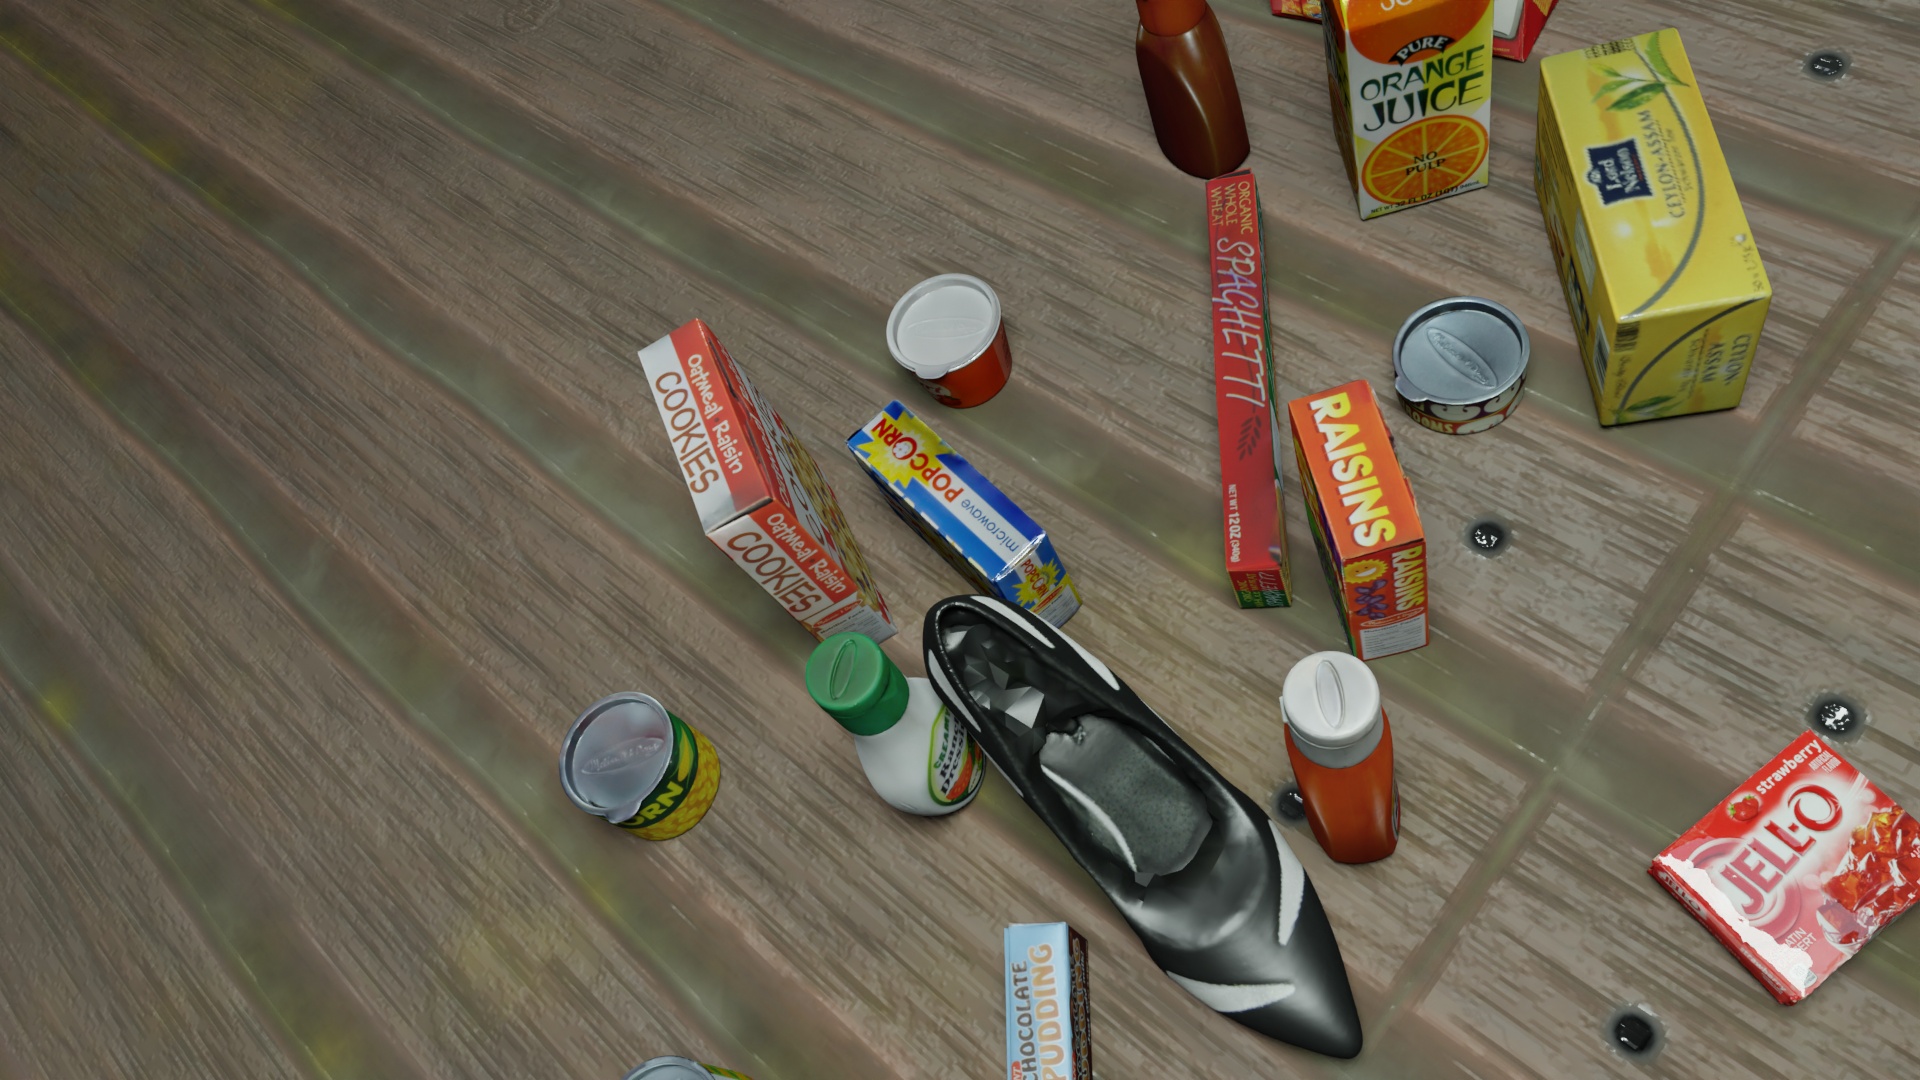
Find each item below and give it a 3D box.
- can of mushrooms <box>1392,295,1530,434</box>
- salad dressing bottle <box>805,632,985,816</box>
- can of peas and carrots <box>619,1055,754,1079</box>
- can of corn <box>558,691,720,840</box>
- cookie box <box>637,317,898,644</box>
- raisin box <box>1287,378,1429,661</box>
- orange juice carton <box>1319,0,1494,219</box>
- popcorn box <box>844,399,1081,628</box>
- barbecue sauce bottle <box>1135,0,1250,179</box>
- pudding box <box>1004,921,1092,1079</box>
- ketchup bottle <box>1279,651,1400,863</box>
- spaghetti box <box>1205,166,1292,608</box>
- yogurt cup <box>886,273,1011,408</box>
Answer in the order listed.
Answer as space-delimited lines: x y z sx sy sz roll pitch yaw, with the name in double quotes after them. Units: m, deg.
0.256 -0.089 0.718 0.071 0.033 0.071 -8 62 15 "can of mushrooms"
-0.029 0.087 0.659 0.044 0.147 0.064 5 66 22 "salad dressing bottle"
-0.128 0.278 0.646 0.071 0.058 0.071 -8 62 15 "can of peas and carrots"
-0.170 0.124 0.741 0.071 0.058 0.071 -8 62 15 "can of corn"
-0.097 -0.022 0.728 0.040 0.167 0.123 -29 58 3 "cookie box"
0.187 -0.006 0.646 0.040 0.123 0.086 -16 60 11 "raisin box"
0.231 -0.261 0.723 0.072 0.192 0.073 -14 60 12 "orange juice carton"
0.003 -0.009 0.735 0.038 0.085 0.127 -44 59 -5 "popcorn box"
0.127 -0.273 0.791 0.044 0.148 0.065 -41 58 -4 "barbecue sauce bottle"
0.040 0.217 0.625 0.030 0.049 0.084 -8 62 15 "pudding box"
0.162 0.090 0.590 0.043 0.148 0.065 -12 61 14 "ketchup bottle"
0.153 -0.086 0.743 0.028 0.050 0.251 -6 62 16 "spaghetti box"
-0.003 -0.113 0.809 0.072 0.053 0.073 -8 62 15 "yogurt cup"
